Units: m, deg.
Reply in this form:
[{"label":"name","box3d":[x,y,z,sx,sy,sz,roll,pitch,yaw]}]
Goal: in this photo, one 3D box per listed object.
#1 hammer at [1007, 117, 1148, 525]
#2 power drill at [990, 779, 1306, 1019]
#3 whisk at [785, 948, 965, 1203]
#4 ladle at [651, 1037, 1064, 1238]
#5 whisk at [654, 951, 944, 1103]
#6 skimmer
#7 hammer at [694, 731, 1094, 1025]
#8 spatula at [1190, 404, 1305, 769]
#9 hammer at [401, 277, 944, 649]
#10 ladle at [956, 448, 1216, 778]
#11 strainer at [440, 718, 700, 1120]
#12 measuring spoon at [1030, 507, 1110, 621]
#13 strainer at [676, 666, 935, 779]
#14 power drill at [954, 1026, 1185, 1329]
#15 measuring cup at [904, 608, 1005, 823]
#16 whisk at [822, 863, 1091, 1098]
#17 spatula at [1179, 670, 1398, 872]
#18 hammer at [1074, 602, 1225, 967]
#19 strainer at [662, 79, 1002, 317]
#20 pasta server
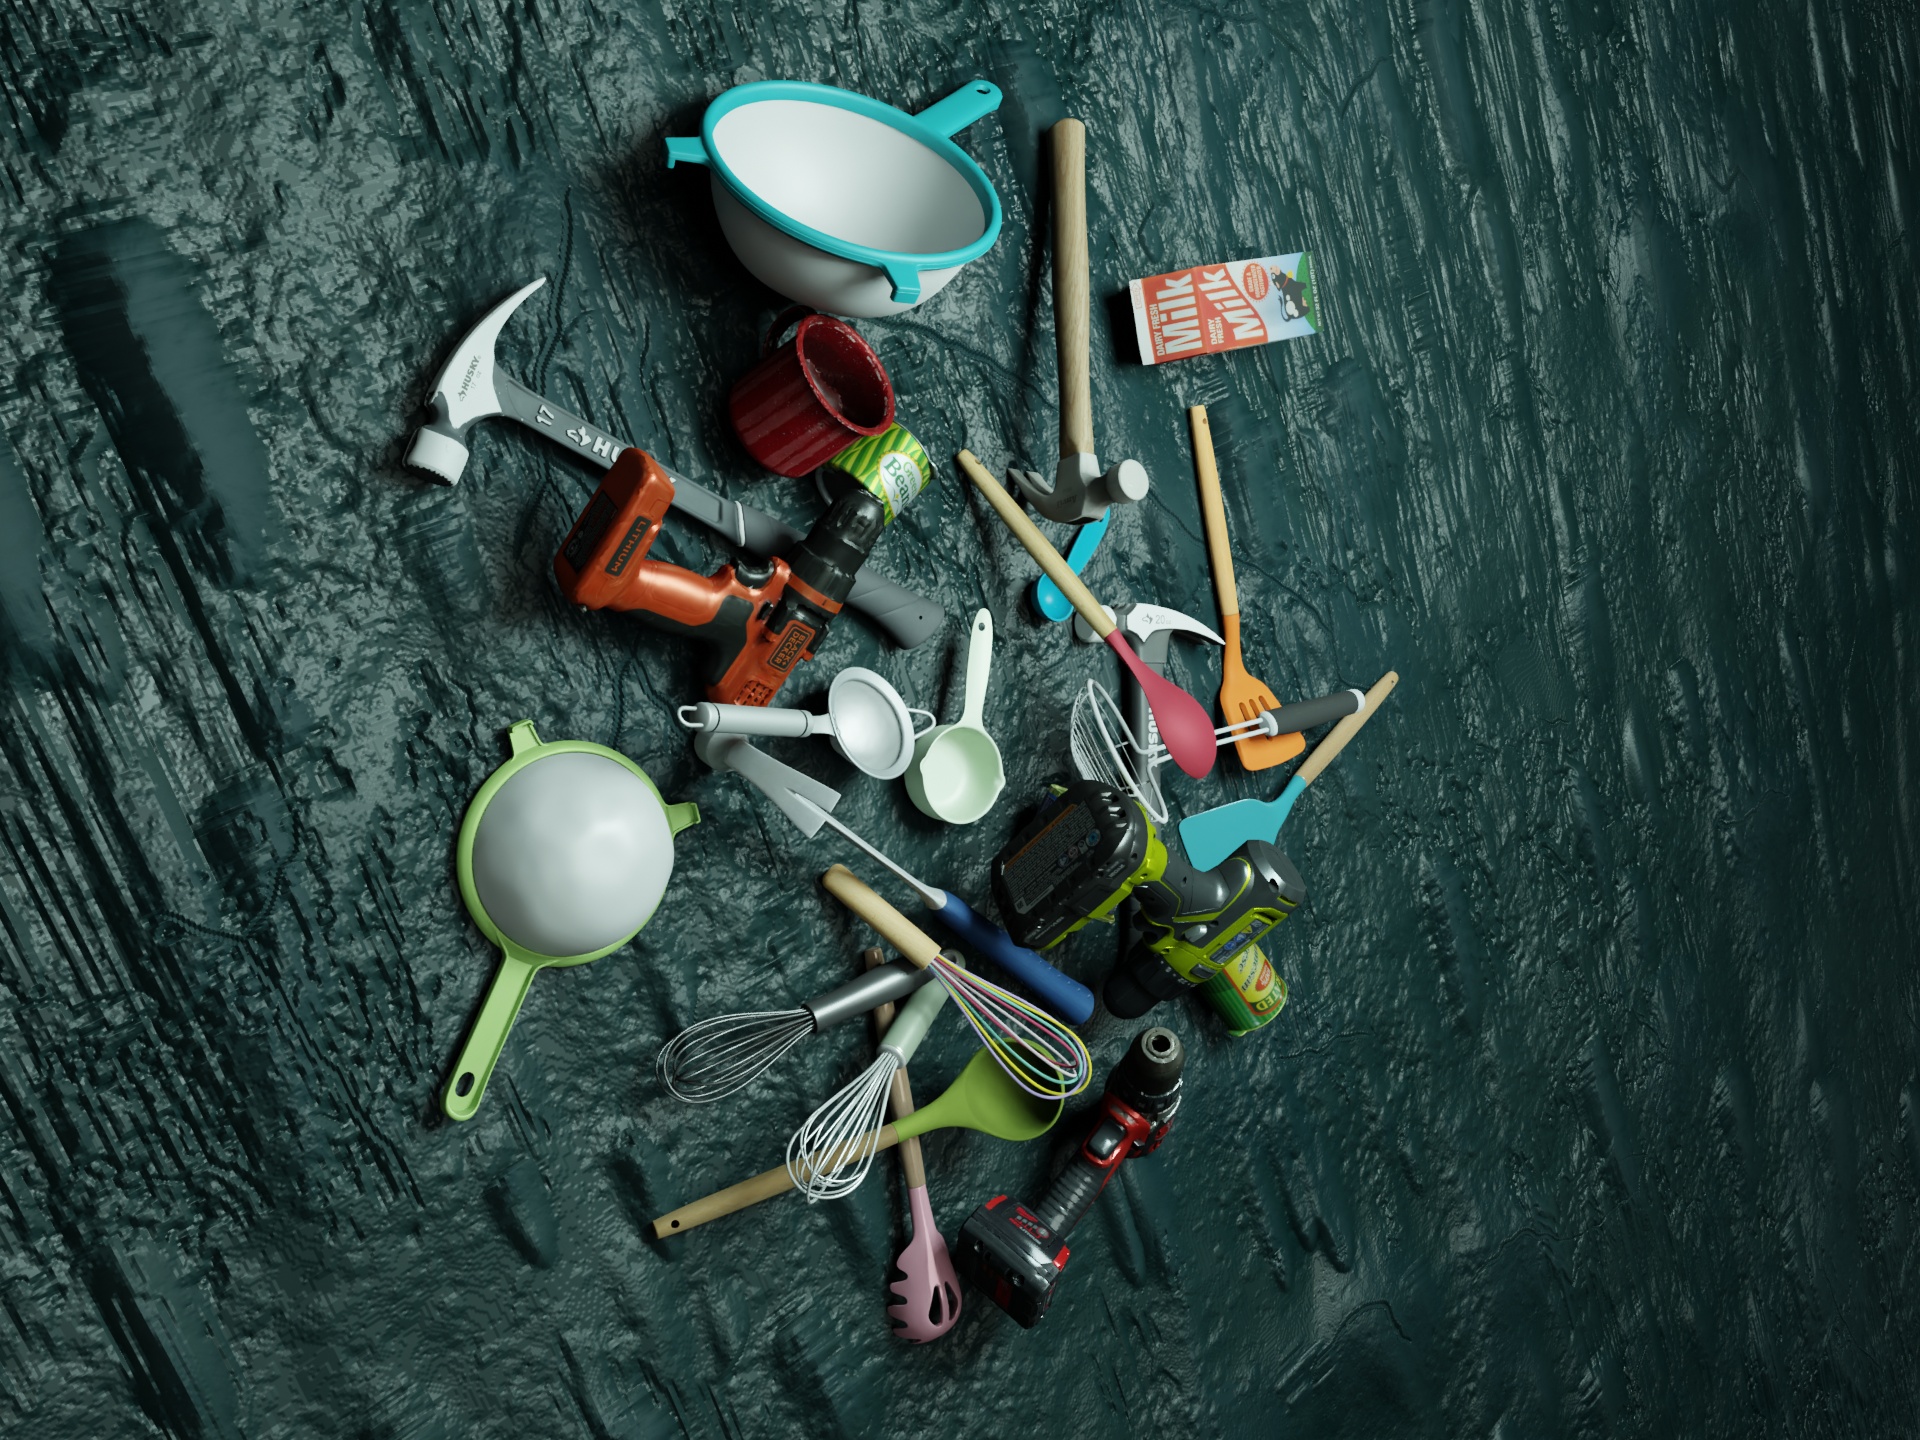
[{"label":"hammer","box3d":[0.086,-0.314,1.253,0.031,0.130,0.331,7,77,-37]},{"label":"power drill","box3d":[0.133,0.147,1.223,0.228,0.080,0.190,27,119,-40]},{"label":"whisk","box3d":[-0.054,0.251,1.158,0.246,0.058,0.059,-53,159,-47]},{"label":"ladle","box3d":[-0.068,0.310,1.155,0.320,0.062,0.078,-16,86,-25]},{"label":"whisk","box3d":[-0.109,0.212,1.144,0.239,0.055,0.055,-19,103,-33]},{"label":"skimmer","box3d":[0.232,0.002,1.325,0.363,0.090,0.127,-13,70,-35]},{"label":"hammer","box3d":[-0.023,0.131,1.177,0.405,0.144,0.035,41,82,-38]},{"label":"spatula","box3d":[0.242,-0.118,1.407,0.081,0.041,0.322,-17,100,-34]},{"label":"hammer","box3d":[-0.170,-0.150,1.102,0.408,0.036,0.149,27,75,-35]},{"label":"ladle","box3d":[0.099,-0.087,1.232,0.315,0.031,0.069,51,34,4]},{"label":"strainer","box3d":[-0.262,0.136,1.019,0.151,0.069,0.256,32,71,-33]},{"label":"measuring spoon","box3d":[0.090,-0.132,1.312,0.042,0.021,0.129,48,56,-27]},{"label":"strainer","box3d":[-0.108,0.002,1.098,0.258,0.050,0.087,5,65,-57]},{"label":"power drill","box3d":[0.097,0.346,1.240,0.227,0.080,0.187,-45,158,-27]},{"label":"measuring cup","box3d":[-0.002,-0.004,1.231,0.083,0.038,0.167,13,82,-36]},{"label":"whisk","box3d":[-0.002,0.187,1.166,0.245,0.047,0.051,40,49,5]},{"label":"spatula","box3d":[0.319,0.041,1.482,0.317,0.044,0.082,-40,114,-34]},{"label":"hammer","box3d":[0.161,0.069,1.356,0.146,0.035,0.335,-1,92,-36]},{"label":"strainer","box3d":[-0.059,-0.378,1.143,0.211,0.095,0.340,32,42,5]},{"label":"pasta server","box3d":[-0.043,0.328,1.218,0.060,0.040,0.316,-13,95,-36]}]
